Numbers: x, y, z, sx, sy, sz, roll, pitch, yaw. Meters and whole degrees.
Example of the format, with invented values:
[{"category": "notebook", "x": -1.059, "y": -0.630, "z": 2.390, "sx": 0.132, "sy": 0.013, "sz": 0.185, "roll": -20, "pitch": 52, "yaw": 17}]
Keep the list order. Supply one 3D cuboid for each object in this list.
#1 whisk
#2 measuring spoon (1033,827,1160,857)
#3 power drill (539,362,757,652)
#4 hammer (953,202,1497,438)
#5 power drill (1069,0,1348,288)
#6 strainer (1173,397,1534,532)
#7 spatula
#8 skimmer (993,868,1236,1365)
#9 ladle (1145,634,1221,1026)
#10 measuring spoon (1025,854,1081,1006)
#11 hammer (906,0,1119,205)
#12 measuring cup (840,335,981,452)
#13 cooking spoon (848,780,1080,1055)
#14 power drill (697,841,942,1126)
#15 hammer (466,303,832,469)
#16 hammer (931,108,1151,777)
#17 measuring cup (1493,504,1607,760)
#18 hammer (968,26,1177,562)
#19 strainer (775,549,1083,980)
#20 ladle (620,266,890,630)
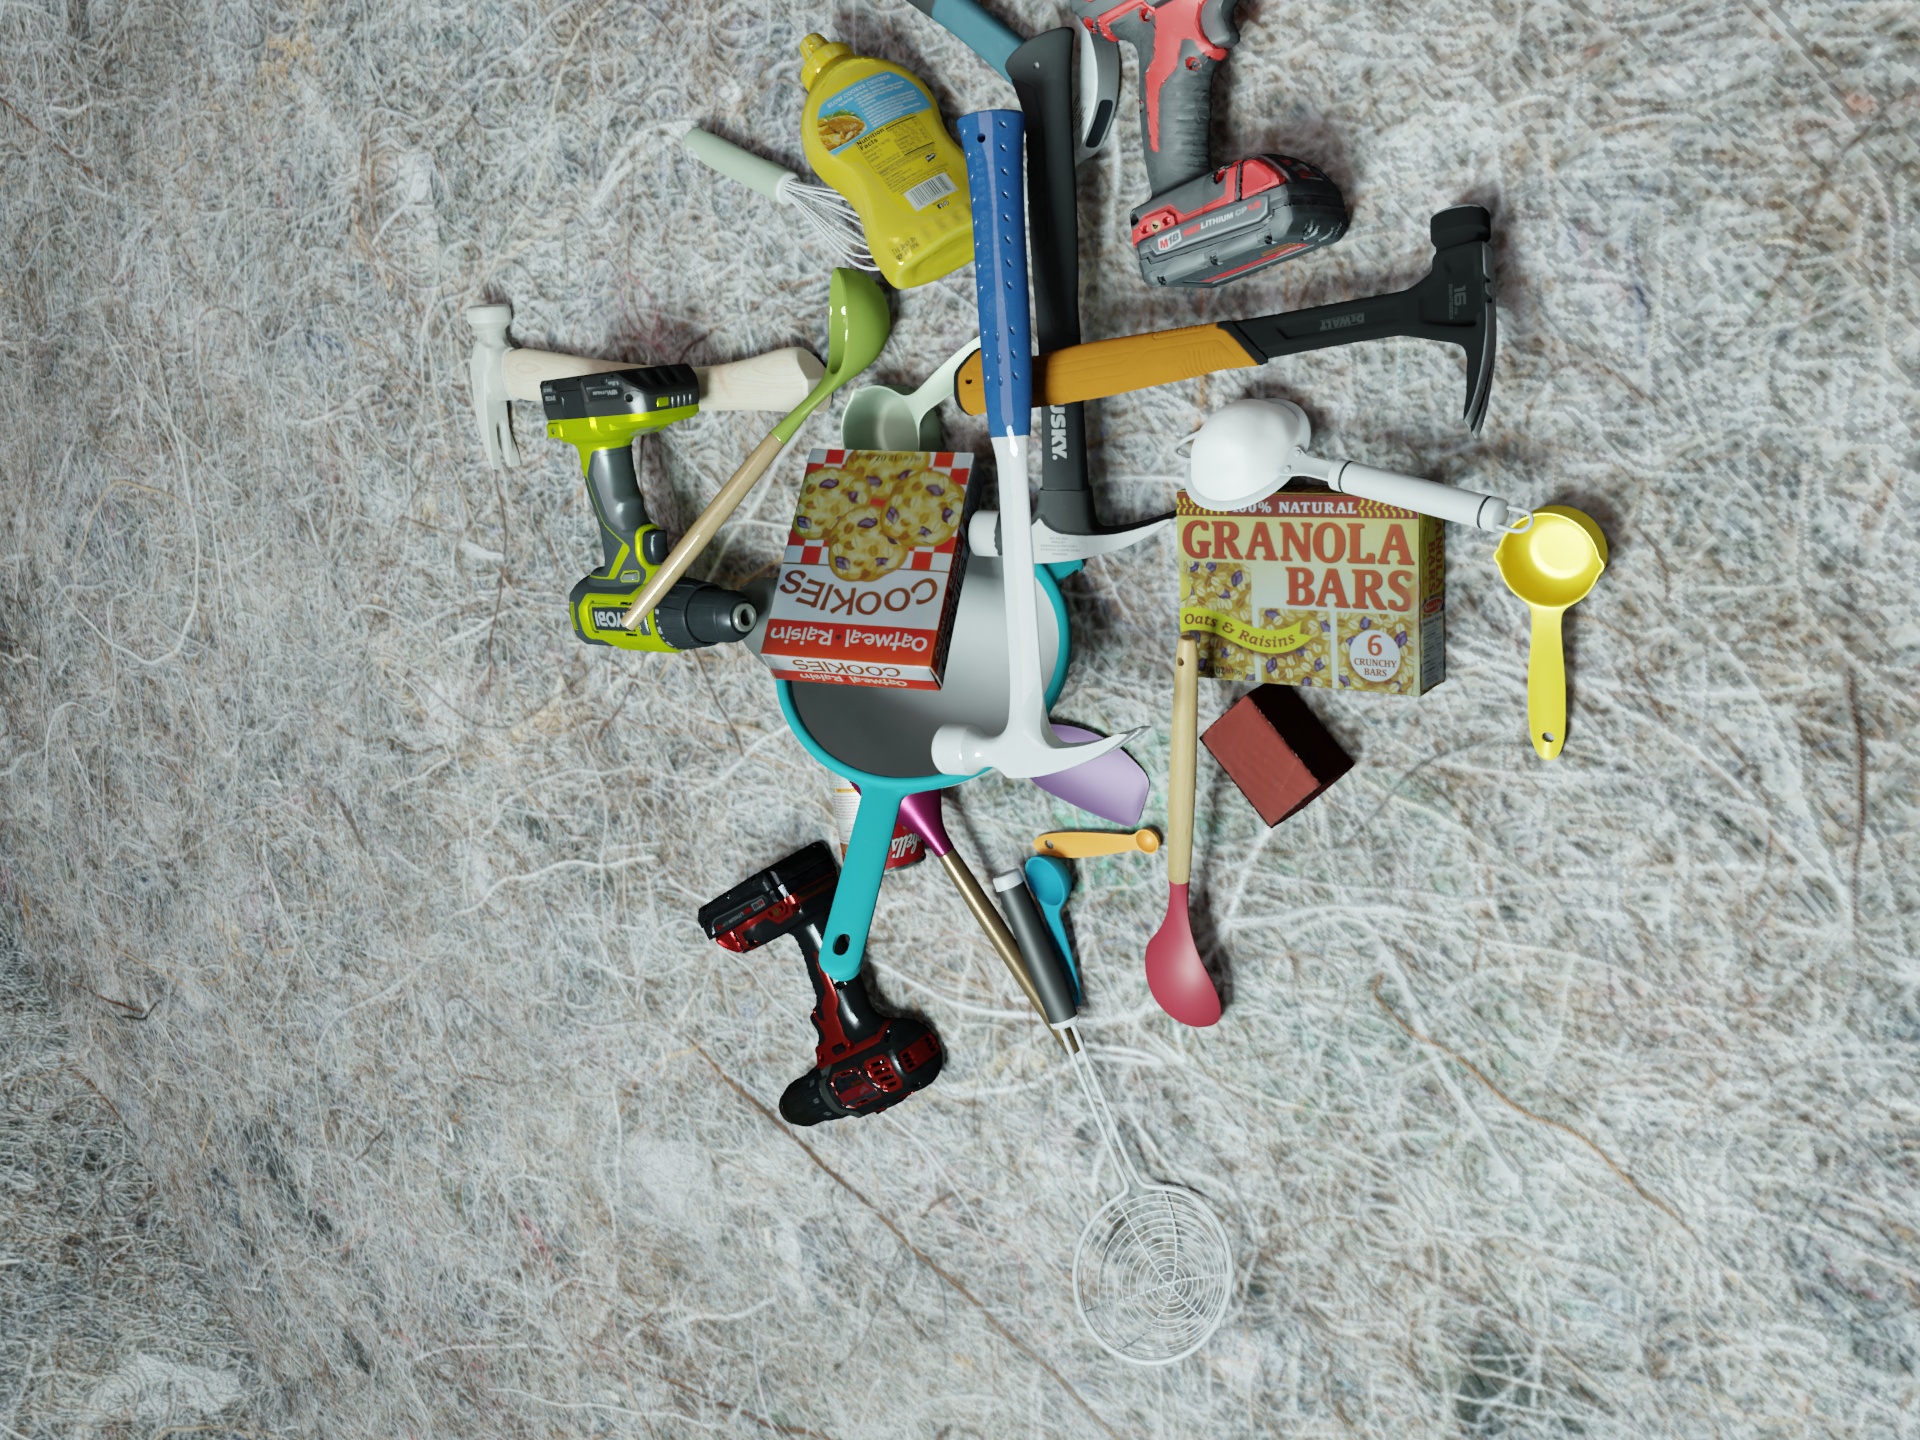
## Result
[{"category": "whisk", "x": -0.121, "y": -0.391, "z": 1.175, "sx": 0.246, "sy": 0.057, "sz": 0.059, "roll": 35, "pitch": 89, "yaw": 29}, {"category": "measuring spoon", "x": 0.100, "y": 0.089, "z": 1.170, "sx": 0.117, "sy": 0.011, "sz": 0.021, "roll": -7, "pitch": 109, "yaw": 43}, {"category": "power drill", "x": -0.249, "y": -0.165, "z": 1.275, "sx": 0.191, "sy": 0.080, "sz": 0.228, "roll": 5, "pitch": 109, "yaw": 39}, {"category": "hammer", "x": 0.147, "y": -0.215, "z": 0.956, "sx": 0.337, "sy": 0.034, "sz": 0.127, "roll": -3, "pitch": 81, "yaw": 29}, {"category": "power drill", "x": 0.149, "y": -0.379, "z": 0.940, "sx": 0.143, "sy": 0.078, "sz": 0.219, "roll": -11, "pitch": 94, "yaw": 40}, {"category": "strainer", "x": 0.219, "y": -0.149, "z": 0.940, "sx": 0.259, "sy": 0.050, "sz": 0.087, "roll": 25, "pitch": 78, "yaw": 40}, {"category": "spatula", "x": -0.002, "y": -0.004, "z": 1.194, "sx": 0.316, "sy": 0.018, "sz": 0.059, "roll": 23, "pitch": 115, "yaw": 22}, {"category": "skimmer", "x": 0.094, "y": 0.287, "z": 1.174, "sx": 0.127, "sy": 0.090, "sz": 0.363, "roll": -21, "pitch": 92, "yaw": 19}, {"category": "ladle", "x": 0.150, "y": 0.085, "z": 1.072, "sx": 0.069, "sy": 0.031, "sz": 0.315, "roll": 27, "pitch": 131, "yaw": 42}, {"category": "measuring spoon", "x": 0.080, "y": 0.157, "z": 1.206, "sx": 0.042, "sy": 0.021, "sz": 0.128, "roll": 10, "pitch": 119, "yaw": 50}, {"category": "hammer", "x": -0.020, "y": -0.488, "z": 1.066, "sx": 0.331, "sy": 0.033, "sz": 0.128, "roll": 46, "pitch": 128, "yaw": 18}, {"category": "measuring cup", "x": -0.019, "y": -0.230, "z": 1.145, "sx": 0.167, "sy": 0.038, "sz": 0.083, "roll": -33, "pitch": 83, "yaw": 38}, {"category": "cooking spoon", "x": 0.003, "y": 0.122, "z": 1.216, "sx": 0.069, "sy": 0.017, "sz": 0.319, "roll": -32, "pitch": 94, "yaw": 6}, {"category": "power drill", "x": -0.131, "y": 0.238, "z": 1.360, "sx": 0.188, "sy": 0.080, "sz": 0.227, "roll": -33, "pitch": 86, "yaw": 41}, {"category": "hammer", "x": -0.270, "y": -0.272, "z": 1.333, "sx": 0.411, "sy": 0.038, "sz": 0.146, "roll": 11, "pitch": 112, "yaw": 36}, {"category": "hammer", "x": 0.037, "y": -0.165, "z": 0.982, "sx": 0.144, "sy": 0.035, "sz": 0.405, "roll": 1, "pitch": 98, "yaw": 32}, {"category": "measuring cup", "x": 0.345, "y": -0.051, "z": 0.924, "sx": 0.062, "sy": 0.029, "sz": 0.156, "roll": 11, "pitch": 122, "yaw": 36}, {"category": "hammer", "x": 0.068, "y": -0.267, "z": 1.030, "sx": 0.146, "sy": 0.035, "sz": 0.334, "roll": 4, "pitch": 110, "yaw": 23}, {"category": "strainer", "x": -0.034, "y": 0.025, "z": 1.117, "sx": 0.211, "sy": 0.095, "sz": 0.340, "roll": 8, "pitch": 69, "yaw": 16}, {"category": "ladle", "x": -0.161, "y": -0.196, "z": 1.179, "sx": 0.320, "sy": 0.062, "sz": 0.078, "roll": -49, "pitch": 28, "yaw": 12}]
